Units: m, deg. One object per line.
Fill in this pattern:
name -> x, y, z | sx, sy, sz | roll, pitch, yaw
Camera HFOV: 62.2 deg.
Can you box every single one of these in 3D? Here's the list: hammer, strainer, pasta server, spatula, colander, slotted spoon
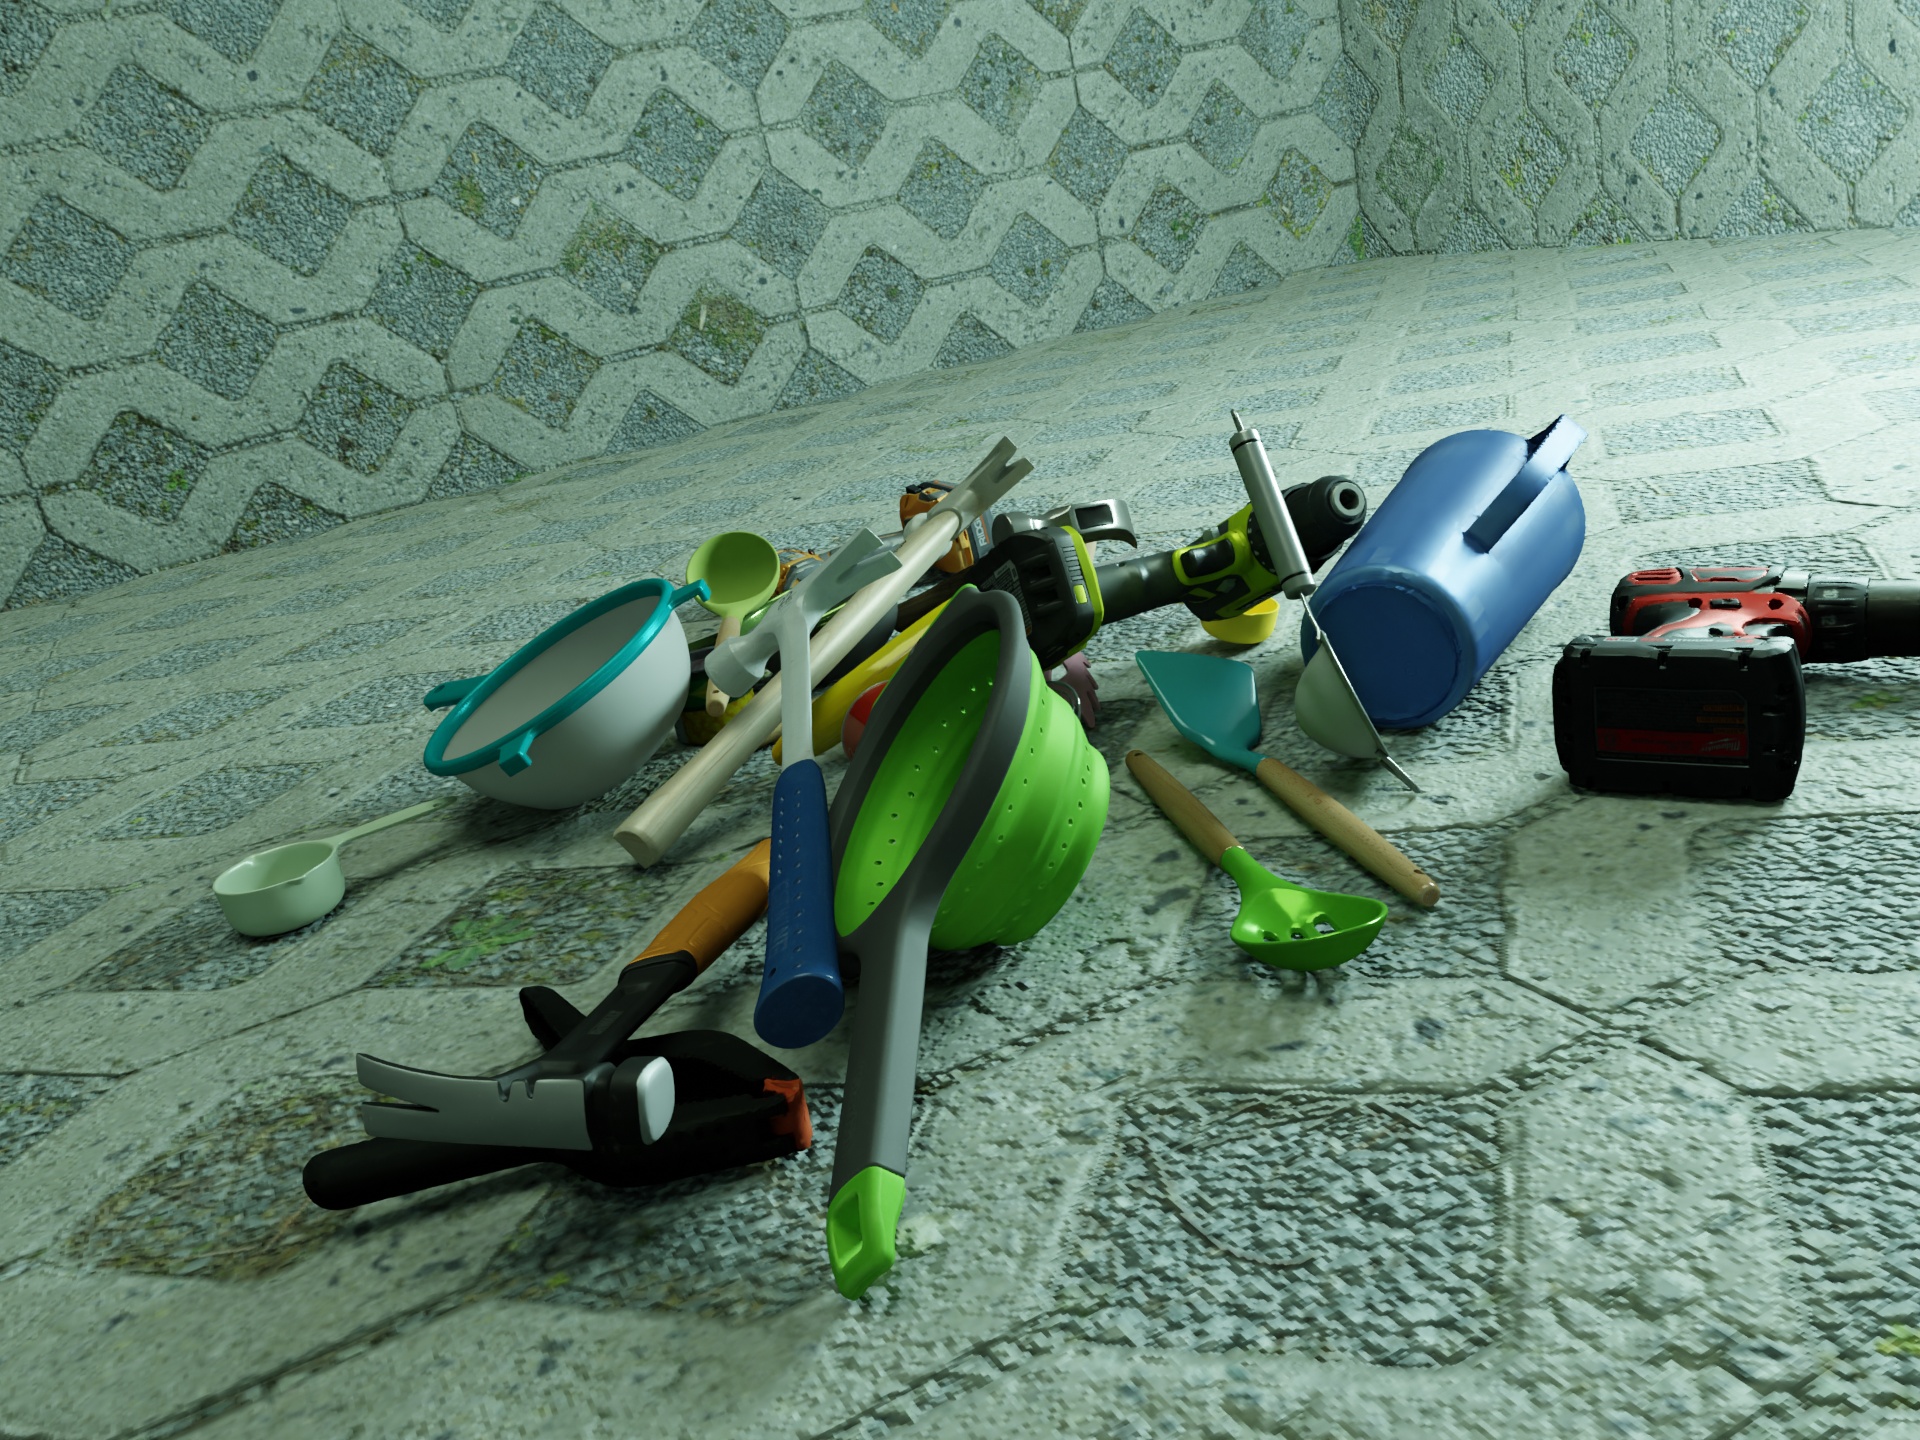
hammer -> 0.024, -0.112, 1.216 | 0.130, 0.031, 0.331 | -12, -3, -25
strainer -> 0.196, -0.069, 0.918 | 0.050, 0.259, 0.086 | -21, -20, 14
pasta server -> 0.083, -0.076, 1.186 | 0.060, 0.040, 0.316 | -7, 27, 14
strainer -> -0.307, 0.000, 1.181 | 0.340, 0.095, 0.211 | -5, 37, 52
hammer -> -0.089, -0.052, 1.085 | 0.411, 0.038, 0.146 | -50, 9, -37
spatula -> 0.183, 0.025, 0.889 | 0.082, 0.044, 0.318 | 6, 16, -16
strainer -> -0.154, -0.055, 1.306 | 0.256, 0.069, 0.151 | -18, 19, 23
colander -> 0.004, 0.094, 0.726 | 0.094, 0.204, 0.397 | 28, 33, -16
hammer -> -0.082, 0.020, 0.837 | 0.144, 0.035, 0.406 | -39, 26, 15
hammer -> -0.143, 0.115, 0.759 | 0.127, 0.034, 0.337 | -1, 11, 12
slotted spoon -> 0.137, 0.064, 0.834 | 0.070, 0.031, 0.314 | -14, 17, -7

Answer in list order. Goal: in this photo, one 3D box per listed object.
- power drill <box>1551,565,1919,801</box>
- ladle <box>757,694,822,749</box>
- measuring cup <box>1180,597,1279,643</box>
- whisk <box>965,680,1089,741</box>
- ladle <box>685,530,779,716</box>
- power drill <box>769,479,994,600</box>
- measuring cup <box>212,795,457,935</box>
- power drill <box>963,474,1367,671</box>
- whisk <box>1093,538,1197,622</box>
power drill -> 0.436, -0.033, 0.867 | 0.188, 0.080, 0.227 | 3, 21, 36
ladle -> -0.054, -0.034, 1.230 | 0.315, 0.031, 0.069 | -27, 23, -33
measuring cup -> 0.156, -0.078, 1.172 | 0.156, 0.029, 0.062 | 1, 24, -4
whisk -> -0.002, -0.003, 1.081 | 0.057, 0.059, 0.246 | 23, -10, -37
ladle -> -0.176, -0.075, 1.189 | 0.078, 0.062, 0.320 | -11, 21, -1
power drill -> -0.099, -0.163, 1.549 | 0.226, 0.084, 0.185 | -23, 20, -19
measuring cup -> -0.404, 0.095, 1.051 | 0.083, 0.038, 0.167 | 8, 25, 44
power drill -> 0.134, -0.098, 1.026 | 0.228, 0.080, 0.190 | -14, -6, -19
whisk -> 0.111, -0.117, 1.330 | 0.070, 0.070, 0.285 | -23, 17, -30
